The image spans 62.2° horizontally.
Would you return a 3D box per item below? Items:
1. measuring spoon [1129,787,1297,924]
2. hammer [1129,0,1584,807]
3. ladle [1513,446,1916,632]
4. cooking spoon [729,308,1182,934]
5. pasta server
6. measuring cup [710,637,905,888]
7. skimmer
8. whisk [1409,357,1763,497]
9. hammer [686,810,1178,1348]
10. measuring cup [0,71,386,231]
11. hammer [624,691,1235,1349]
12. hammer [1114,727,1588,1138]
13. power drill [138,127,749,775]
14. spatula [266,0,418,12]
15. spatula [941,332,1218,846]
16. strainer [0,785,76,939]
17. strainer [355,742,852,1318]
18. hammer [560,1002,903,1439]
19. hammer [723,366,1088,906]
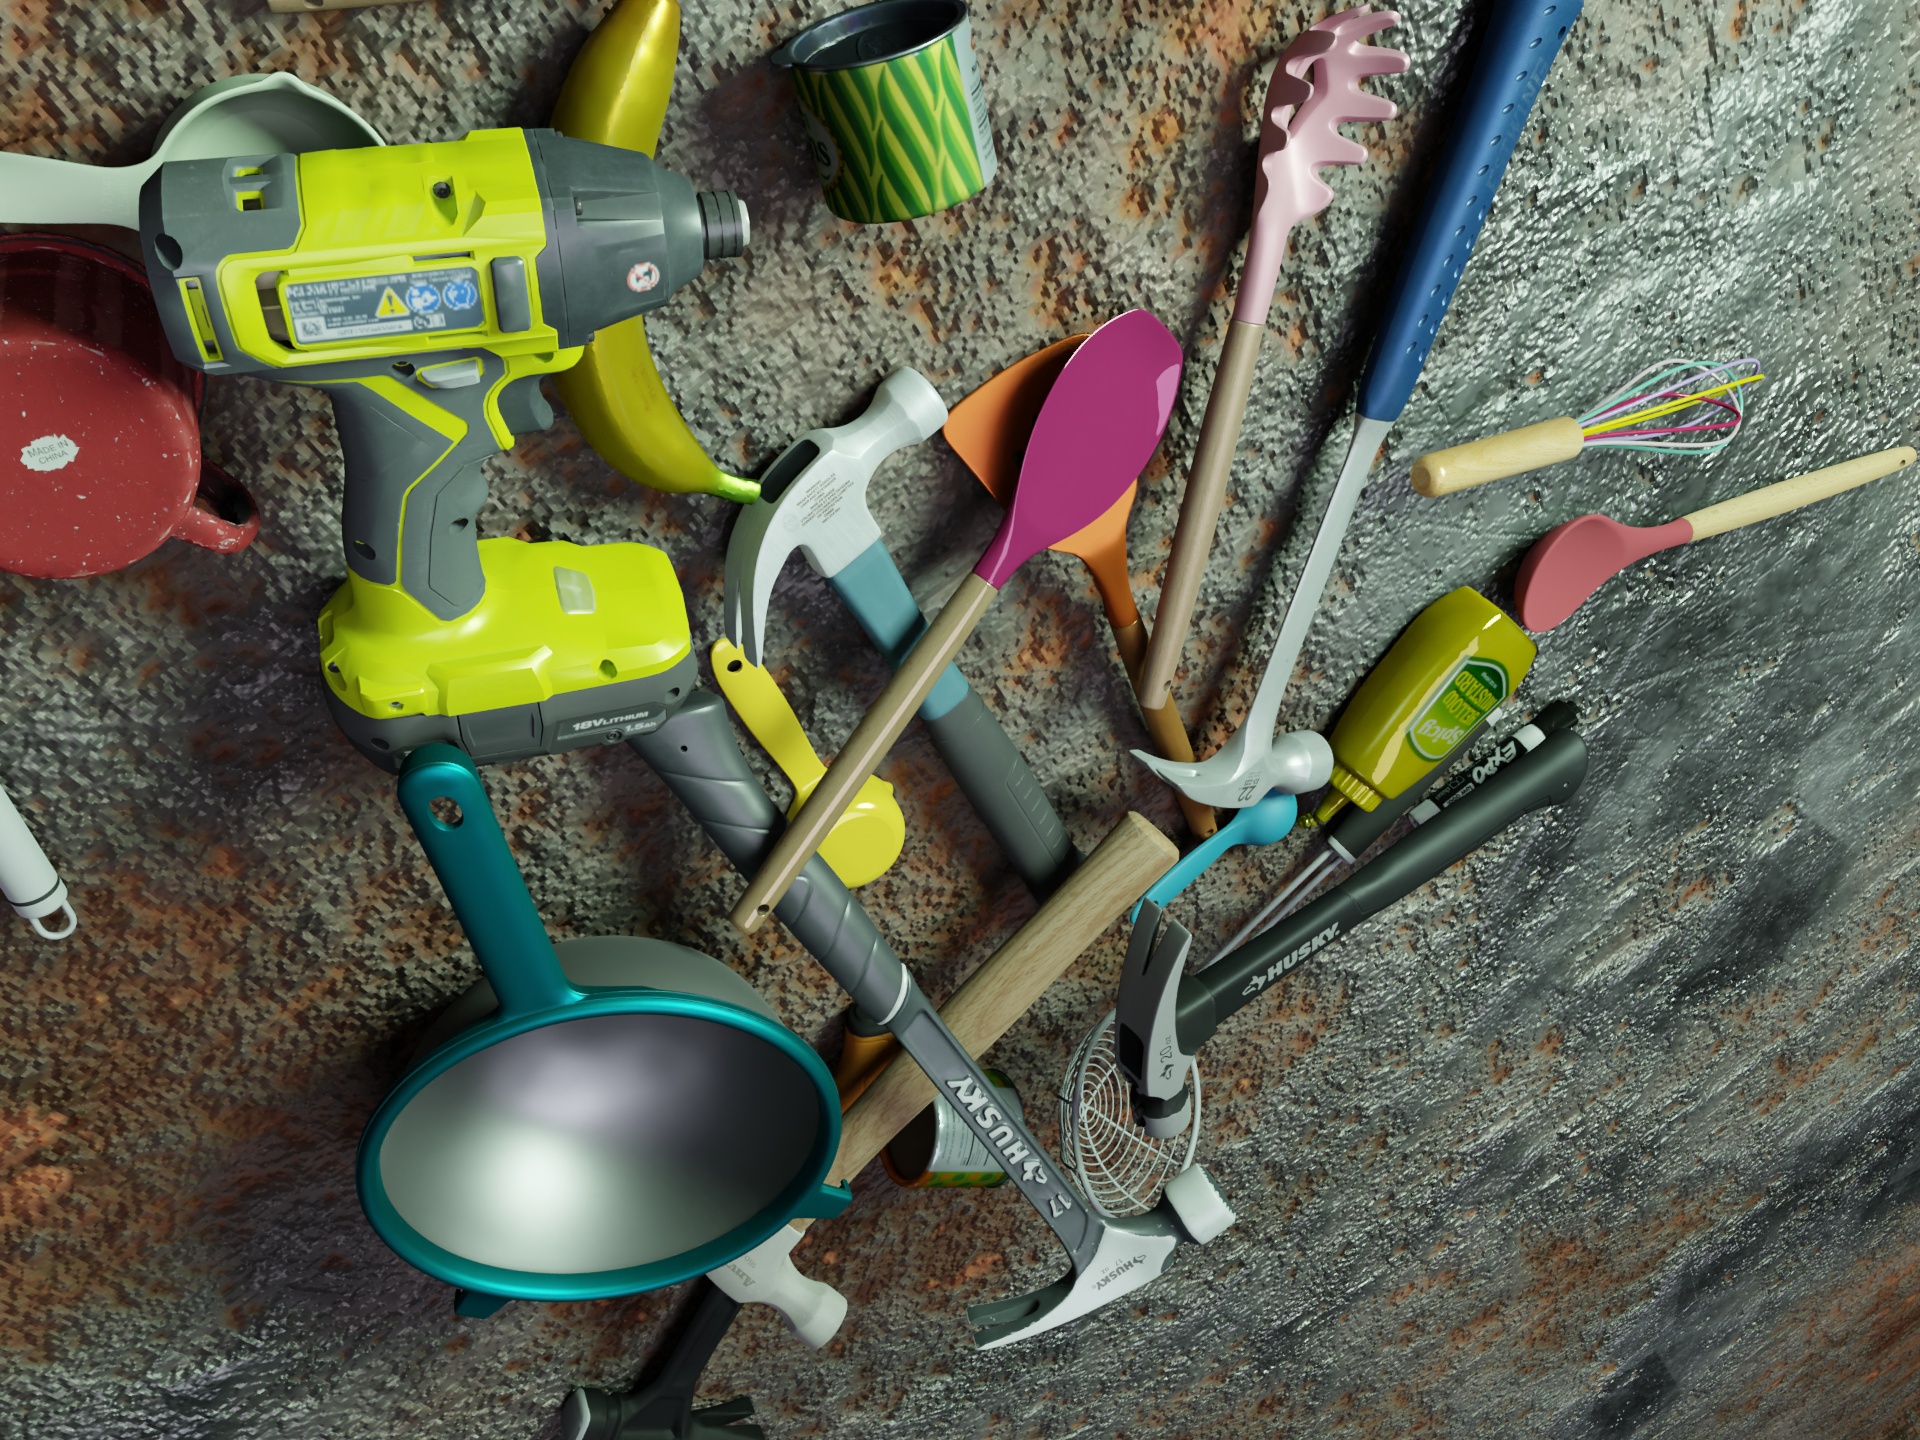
[{"bbox_3d":[0.143,0.077,0.872,0.128,0.021,0.042,-36,138,-25],"label":"measuring spoon"},{"bbox_3d":[0.190,-0.134,0.754,0.144,0.035,0.405,-8,124,-43],"label":"hammer"},{"bbox_3d":[0.439,-0.117,0.920,0.315,0.031,0.069,-18,131,-19],"label":"ladle"},{"bbox_3d":[-0.005,-0.040,0.689,0.068,0.017,0.319,34,92,-42],"label":"cooking spoon"},{"bbox_3d":[0.126,-0.147,0.703,0.060,0.040,0.316,-9,120,-41],"label":"pasta server"},{"bbox_3d":[-0.072,0.023,0.736,0.062,0.029,0.156,-33,131,-4],"label":"measuring cup"},{"bbox_3d":[0.192,0.134,0.914,0.363,0.090,0.127,-46,130,6],"label":"skimmer"},{"bbox_3d":[0.320,-0.146,0.808,0.245,0.047,0.051,-18,118,-26],"label":"whisk"},{"bbox_3d":[-0.016,0.172,0.814,0.130,0.031,0.331,42,98,-11],"label":"hammer"},{"bbox_3d":[-0.262,-0.167,0.495,0.167,0.038,0.083,-4,121,-28],"label":"measuring cup"},{"bbox_3d":[-0.027,0.147,0.762,0.149,0.036,0.408,-35,112,2],"label":"hammer"},{"bbox_3d":[0.221,0.090,0.866,0.335,0.035,0.146,-29,132,-21],"label":"hammer"},{"bbox_3d":[-0.156,-0.088,0.542,0.171,0.080,0.223,-10,140,-15],"label":"power drill"},{"bbox_3d":[-0.071,-0.266,0.541,0.316,0.018,0.059,-15,161,-16],"label":"spatula"},{"bbox_3d":[0.083,-0.040,0.784,0.081,0.041,0.322,-33,135,-6],"label":"spatula"},{"bbox_3d":[-0.365,-0.013,0.550,0.087,0.050,0.258,-30,136,-26],"label":"strainer"},{"bbox_3d":[-0.175,0.121,0.696,0.211,0.095,0.340,-14,129,-5],"label":"strainer"},{"bbox_3d":[-0.103,0.290,0.900,0.127,0.034,0.336,17,112,-35],"label":"hammer"},{"bbox_3d":[-0.001,-0.002,0.751,0.128,0.033,0.330,-40,132,-7],"label":"hammer"}]
